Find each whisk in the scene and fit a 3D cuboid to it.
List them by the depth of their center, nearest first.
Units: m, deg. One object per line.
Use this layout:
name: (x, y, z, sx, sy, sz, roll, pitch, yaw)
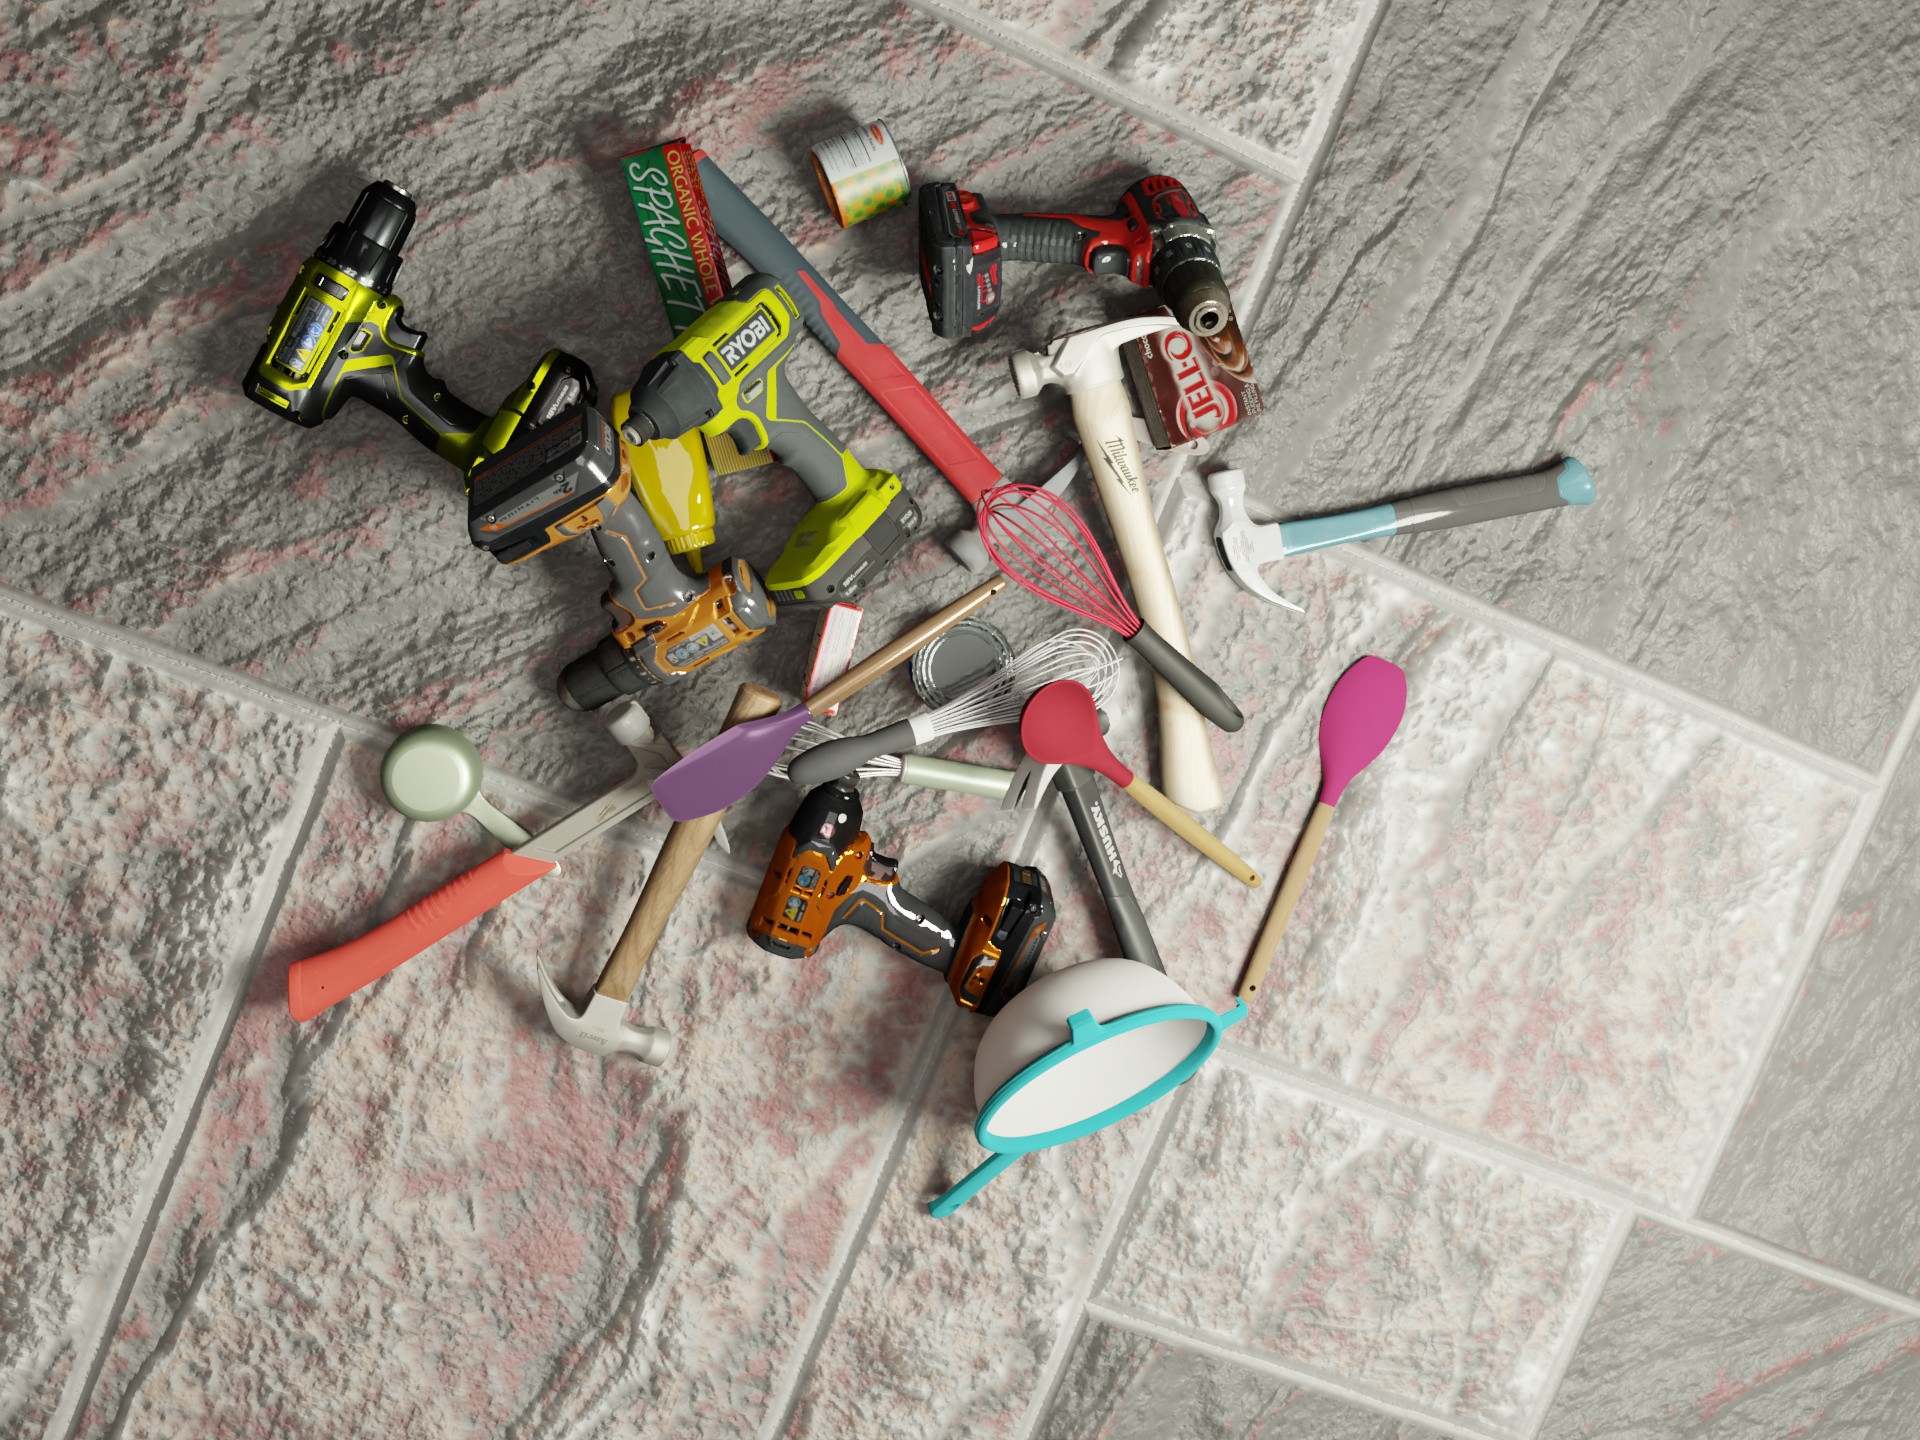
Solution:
whisk: (0.123, -0.084, 1.245, 0.295, 0.073, 0.073, 40, 90, -21)
whisk: (-0.002, -0.004, 1.254, 0.284, 0.070, 0.070, -19, 100, -12)
whisk: (-0.055, 0.039, 1.304, 0.246, 0.058, 0.059, 10, 130, -12)

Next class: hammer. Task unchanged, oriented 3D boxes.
hammer: (-0.230, 0.119, 1.254, 0.130, 0.031, 0.331, 23, 102, -24)
hammer: (-0.366, 0.135, 1.256, 0.359, 0.037, 0.149, -32, 116, -2)
hammer: (-0.068, -0.304, 1.258, 0.143, 0.038, 0.386, -44, 101, -2)
hammer: (0.162, -0.118, 1.287, 0.146, 0.038, 0.410, -17, 108, 1)
hammer: (0.132, 0.158, 1.322, 0.146, 0.035, 0.334, -37, 112, -44)
hammer: (0.376, -0.174, 1.342, 0.331, 0.033, 0.128, -11, 98, -7)

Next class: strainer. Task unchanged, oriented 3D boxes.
strainer: (0.058, 0.289, 1.291, 0.211, 0.095, 0.340, 5, 138, -41)

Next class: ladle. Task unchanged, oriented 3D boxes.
ladle: (0.152, 0.060, 1.291, 0.315, 0.031, 0.069, 37, 90, -33)

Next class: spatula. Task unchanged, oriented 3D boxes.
spatula: (-0.095, -0.021, 1.224, 0.316, 0.018, 0.059, -35, 126, -7)

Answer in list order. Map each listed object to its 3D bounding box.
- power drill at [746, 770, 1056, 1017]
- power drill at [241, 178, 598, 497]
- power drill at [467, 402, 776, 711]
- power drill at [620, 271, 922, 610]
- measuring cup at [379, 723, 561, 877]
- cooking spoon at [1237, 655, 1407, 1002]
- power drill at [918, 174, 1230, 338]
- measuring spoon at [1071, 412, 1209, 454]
power drill: (-0.042, 0.137, 1.286, 0.226, 0.084, 0.164, 20, 107, -8)
power drill: (-0.395, -0.274, 1.196, 0.228, 0.080, 0.190, 30, 93, -8)
power drill: (-0.272, -0.106, 1.188, 0.185, 0.084, 0.226, -28, 134, 13)
power drill: (-0.142, -0.197, 1.193, 0.171, 0.080, 0.223, -51, 119, -28)
measuring cup: (-0.385, 0.072, 1.259, 0.167, 0.038, 0.083, 42, 90, -10)
cooking spoon: (0.307, 0.096, 1.373, 0.068, 0.017, 0.319, 22, 93, -10)
power drill: (0.088, -0.346, 1.208, 0.226, 0.188, 0.080, -5, 134, -6)
measuring spoon: (0.147, -0.238, 1.312, 0.124, 0.018, 0.034, 12, 89, -16)
